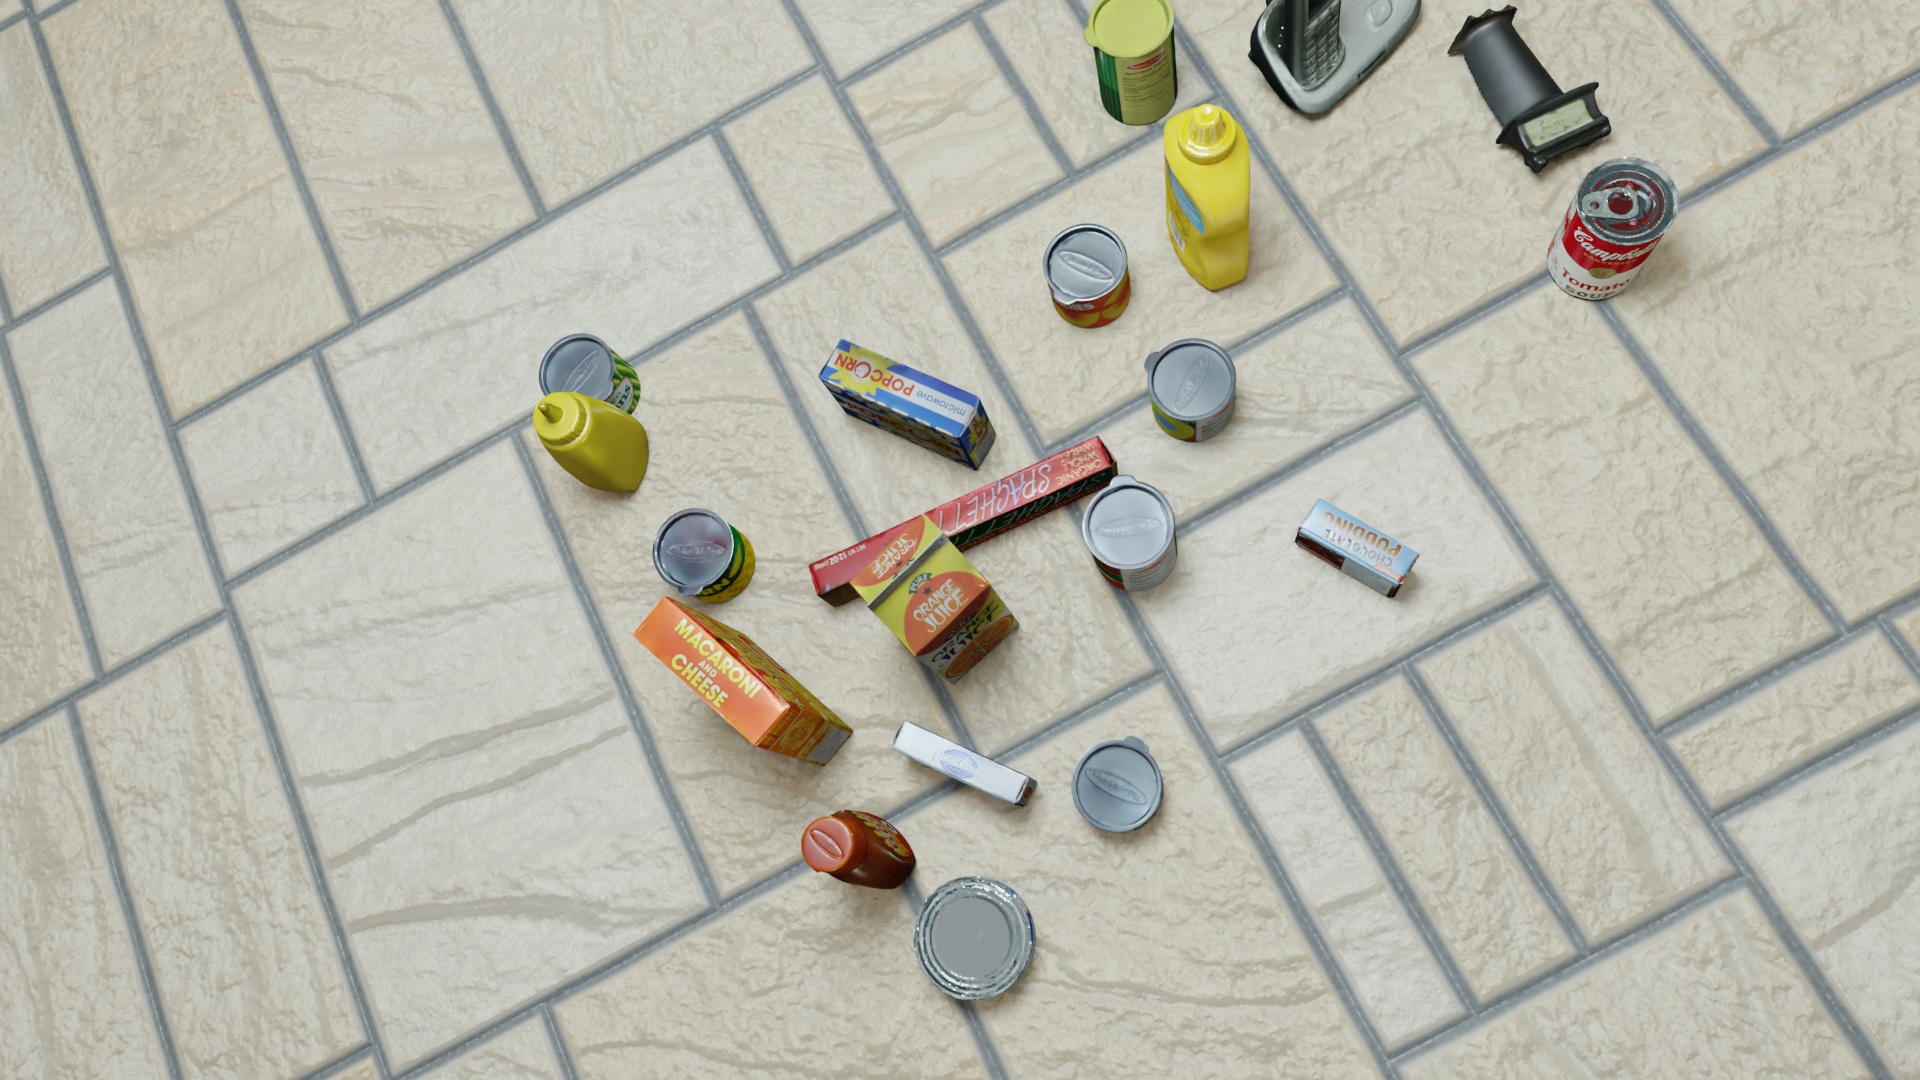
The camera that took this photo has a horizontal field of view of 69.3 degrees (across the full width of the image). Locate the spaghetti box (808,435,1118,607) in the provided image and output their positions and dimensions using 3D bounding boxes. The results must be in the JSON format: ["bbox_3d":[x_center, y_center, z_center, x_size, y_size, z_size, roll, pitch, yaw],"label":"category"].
[{"bbox_3d":[0.004,-0.014,1.079,0.250,0.050,0.029,-24,73,3],"label":"spaghetti box"}]

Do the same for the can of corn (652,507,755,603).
[{"bbox_3d":[-0.203,0.015,1.105,0.071,0.058,0.071,-3,75,10],"label":"can of corn"}]

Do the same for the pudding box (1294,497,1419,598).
[{"bbox_3d":[0.290,0.006,1.022,0.084,0.049,0.030,31,83,16],"label":"pudding box"}]

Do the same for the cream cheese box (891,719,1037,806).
[{"bbox_3d":[0.003,0.166,1.030,0.104,0.053,0.024,22,81,15],"label":"cream cheese box"}]

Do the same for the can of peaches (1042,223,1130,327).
[{"bbox_3d":[0.101,-0.208,1.108,0.071,0.058,0.071,-3,75,10],"label":"can of peaches"}]

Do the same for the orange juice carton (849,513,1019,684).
[{"bbox_3d":[-0.019,0.042,0.994,0.072,0.192,0.073,-43,73,-2],"label":"orange juice carton"}]

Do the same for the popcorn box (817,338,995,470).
[{"bbox_3d":[-0.040,-0.106,1.093,0.127,0.085,0.038,25,82,15],"label":"popcorn box"}]

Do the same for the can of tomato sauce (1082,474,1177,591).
[{"bbox_3d":[0.127,-0.004,1.037,0.071,0.083,0.071,-3,75,10],"label":"can of tomato sauce"}]

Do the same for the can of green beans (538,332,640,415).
[{"bbox_3d":[-0.309,-0.132,1.163,0.071,0.057,0.071,-3,75,10],"label":"can of green beans"}]

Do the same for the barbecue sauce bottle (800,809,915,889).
[{"bbox_3d":[-0.075,0.217,0.981,0.065,0.148,0.044,38,86,17],"label":"barbecue sauce bottle"}]

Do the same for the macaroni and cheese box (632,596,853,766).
[{"bbox_3d":[-0.154,0.105,1.016,0.124,0.166,0.040,39,86,17],"label":"macaroni and cheese box"}]

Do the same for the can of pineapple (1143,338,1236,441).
[{"bbox_3d":[0.178,-0.116,1.070,0.071,0.057,0.071,-3,75,10],"label":"can of pineapple"}]

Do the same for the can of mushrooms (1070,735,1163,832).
[{"bbox_3d":[0.117,0.178,1.017,0.071,0.033,0.071,-2,75,10],"label":"can of mushrooms"}]

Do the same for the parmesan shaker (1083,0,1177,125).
[{"bbox_3d":[0.139,-0.391,1.126,0.071,0.103,0.071,-3,76,10],"label":"parmesan shaker"}]

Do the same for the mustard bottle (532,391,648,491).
[{"bbox_3d":[-0.297,-0.084,1.095,0.049,0.160,0.065,6,77,12],"label":"mustard bottle"}]
